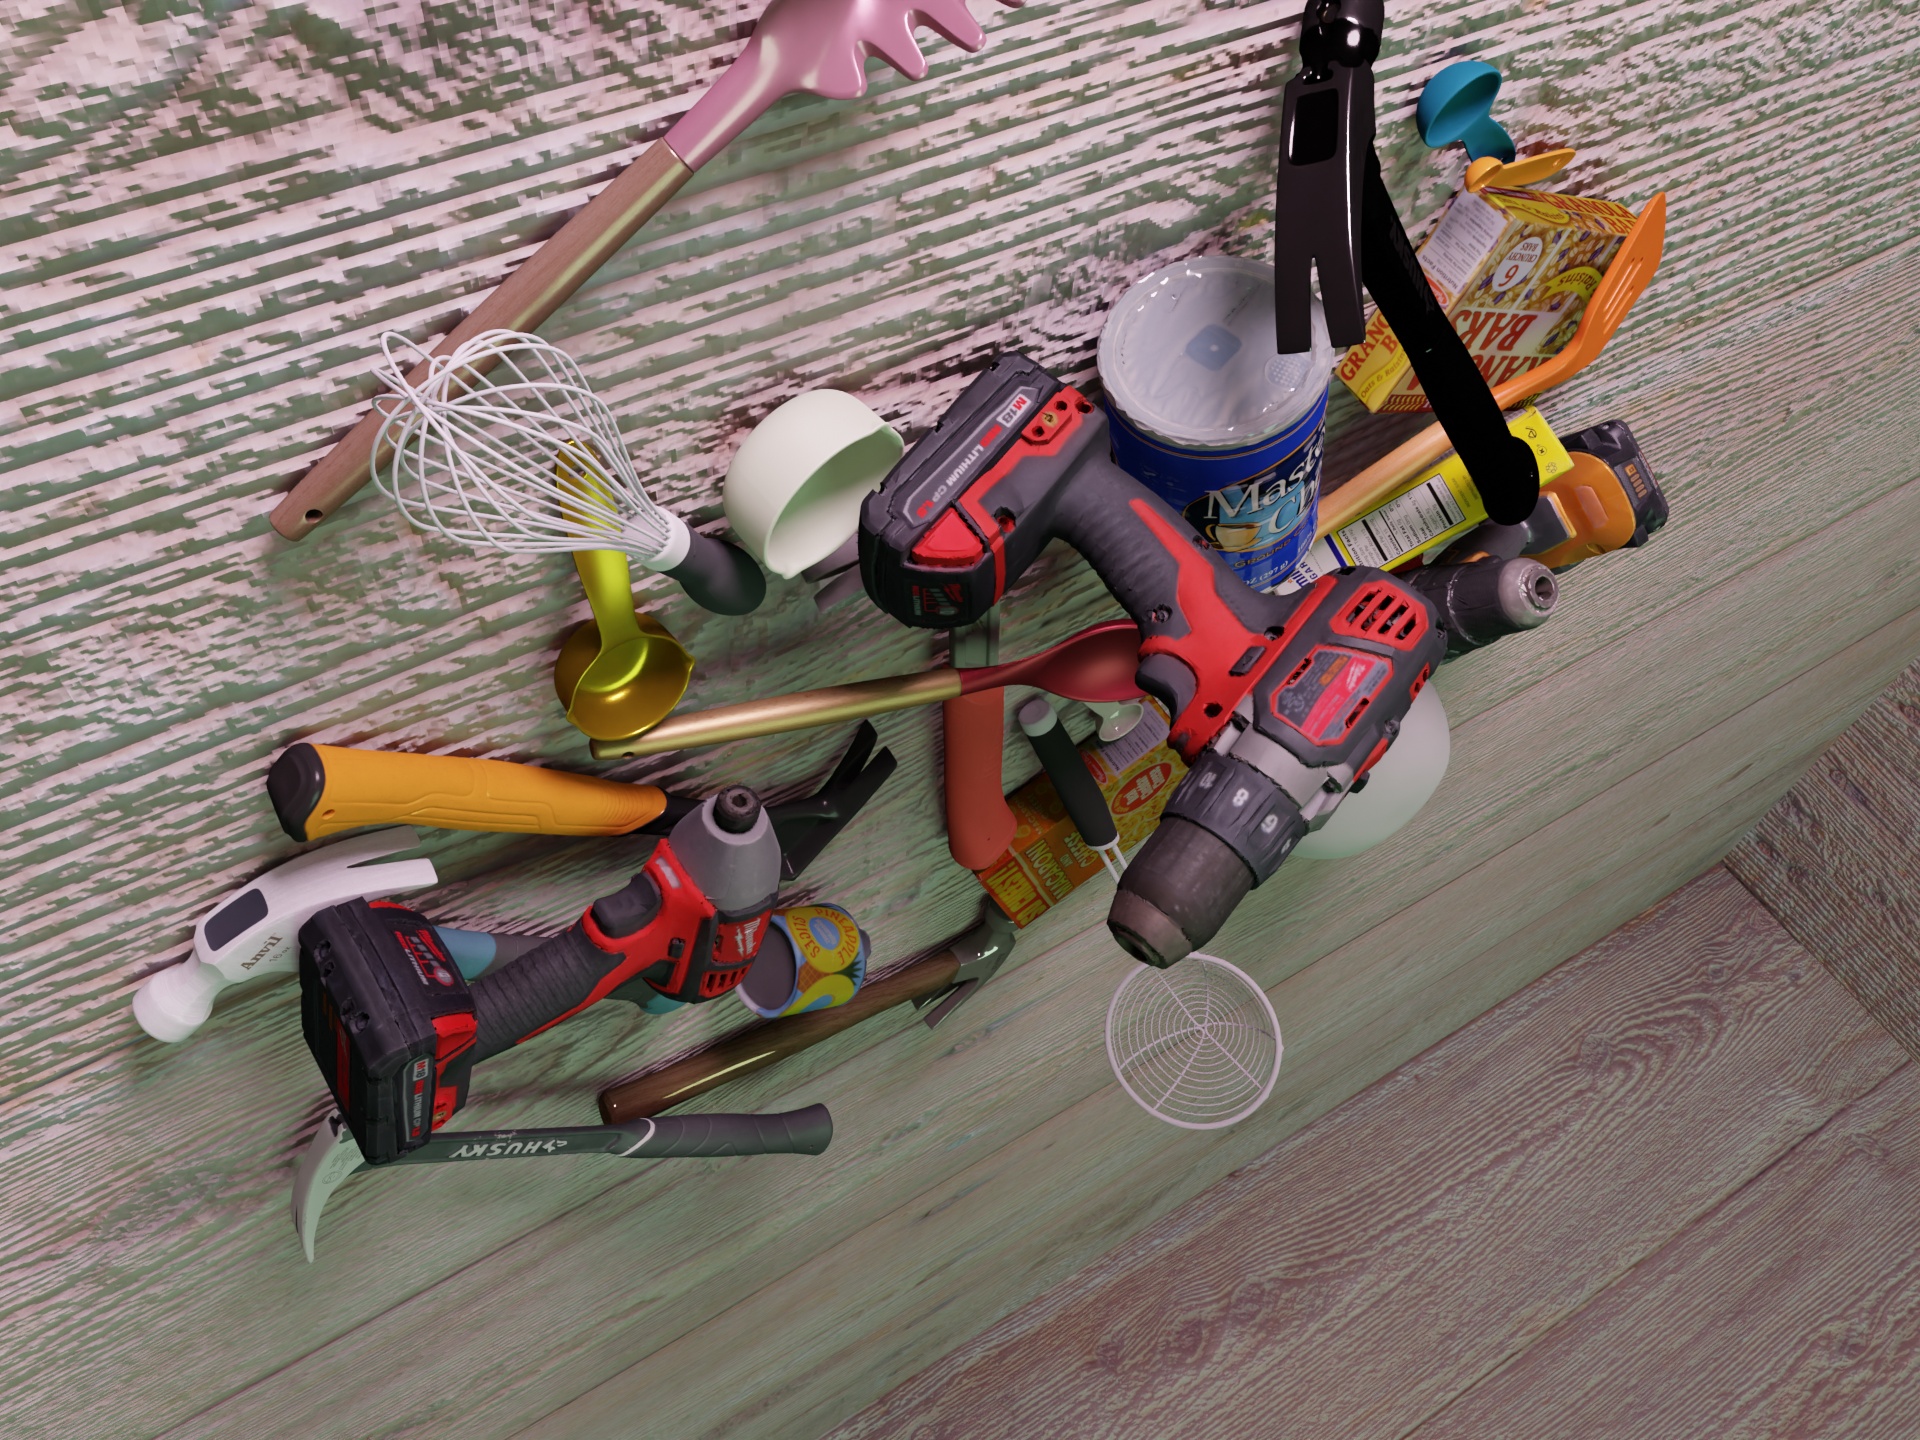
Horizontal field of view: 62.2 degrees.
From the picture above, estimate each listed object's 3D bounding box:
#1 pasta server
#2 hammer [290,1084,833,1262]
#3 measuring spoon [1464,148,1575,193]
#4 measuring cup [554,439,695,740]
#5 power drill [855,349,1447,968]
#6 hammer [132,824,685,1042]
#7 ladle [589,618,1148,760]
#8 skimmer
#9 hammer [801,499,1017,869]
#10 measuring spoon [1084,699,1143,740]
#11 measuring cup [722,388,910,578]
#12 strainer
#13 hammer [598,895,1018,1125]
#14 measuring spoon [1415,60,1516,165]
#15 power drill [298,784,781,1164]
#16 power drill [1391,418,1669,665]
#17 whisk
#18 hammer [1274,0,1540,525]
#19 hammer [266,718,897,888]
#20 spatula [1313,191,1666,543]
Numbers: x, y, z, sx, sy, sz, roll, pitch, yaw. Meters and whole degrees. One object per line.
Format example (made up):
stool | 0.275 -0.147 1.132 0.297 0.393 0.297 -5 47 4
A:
pasta server | -0.108 -0.160 0.512 0.316 0.040 0.060 -40 141 9
hammer | -0.227 0.271 1.014 0.408 0.036 0.149 16 119 -51
measuring spoon | 0.281 -0.279 0.797 0.117 0.011 0.021 -26 167 -44
measuring cup | -0.150 -0.056 0.656 0.062 0.029 0.156 -27 140 -23
power drill | 0.062 -0.026 0.657 0.188 0.227 0.080 -50 166 -16
hammer | -0.241 0.123 0.818 0.128 0.033 0.330 -41 153 12
ladle | -0.026 -0.013 0.781 0.315 0.031 0.069 -10 150 -25
skimmer | 0.114 0.138 1.053 0.127 0.090 0.362 -13 131 21
hammer | -0.001 -0.003 0.885 0.149 0.037 0.358 -21 152 -12
measuring spoon | 0.082 -0.021 0.995 0.034 0.018 0.124 -39 147 6
measuring cup | -0.041 -0.111 0.686 0.083 0.038 0.167 -53 166 30
strainer | 0.366 0.005 1.277 0.340 0.095 0.210 -45 152 21
hammer | -0.101 0.217 1.138 0.331 0.031 0.130 -19 148 -30
measuring spoon | 0.242 -0.284 0.757 0.042 0.021 0.128 -42 163 23
power drill | -0.182 0.105 0.737 0.219 0.079 0.143 -21 151 -34
power drill | 0.342 -0.104 0.989 0.226 0.084 0.185 -33 -172 -24
whisk | -0.121 -0.072 0.570 0.070 0.070 0.284 -39 167 5
hammer | 0.218 -0.170 0.737 0.035 0.146 0.334 0 162 32
hammer | -0.169 0.038 0.763 0.127 0.034 0.336 -46 152 21
spatula | 0.258 -0.162 0.875 0.322 0.041 0.081 -35 156 11
